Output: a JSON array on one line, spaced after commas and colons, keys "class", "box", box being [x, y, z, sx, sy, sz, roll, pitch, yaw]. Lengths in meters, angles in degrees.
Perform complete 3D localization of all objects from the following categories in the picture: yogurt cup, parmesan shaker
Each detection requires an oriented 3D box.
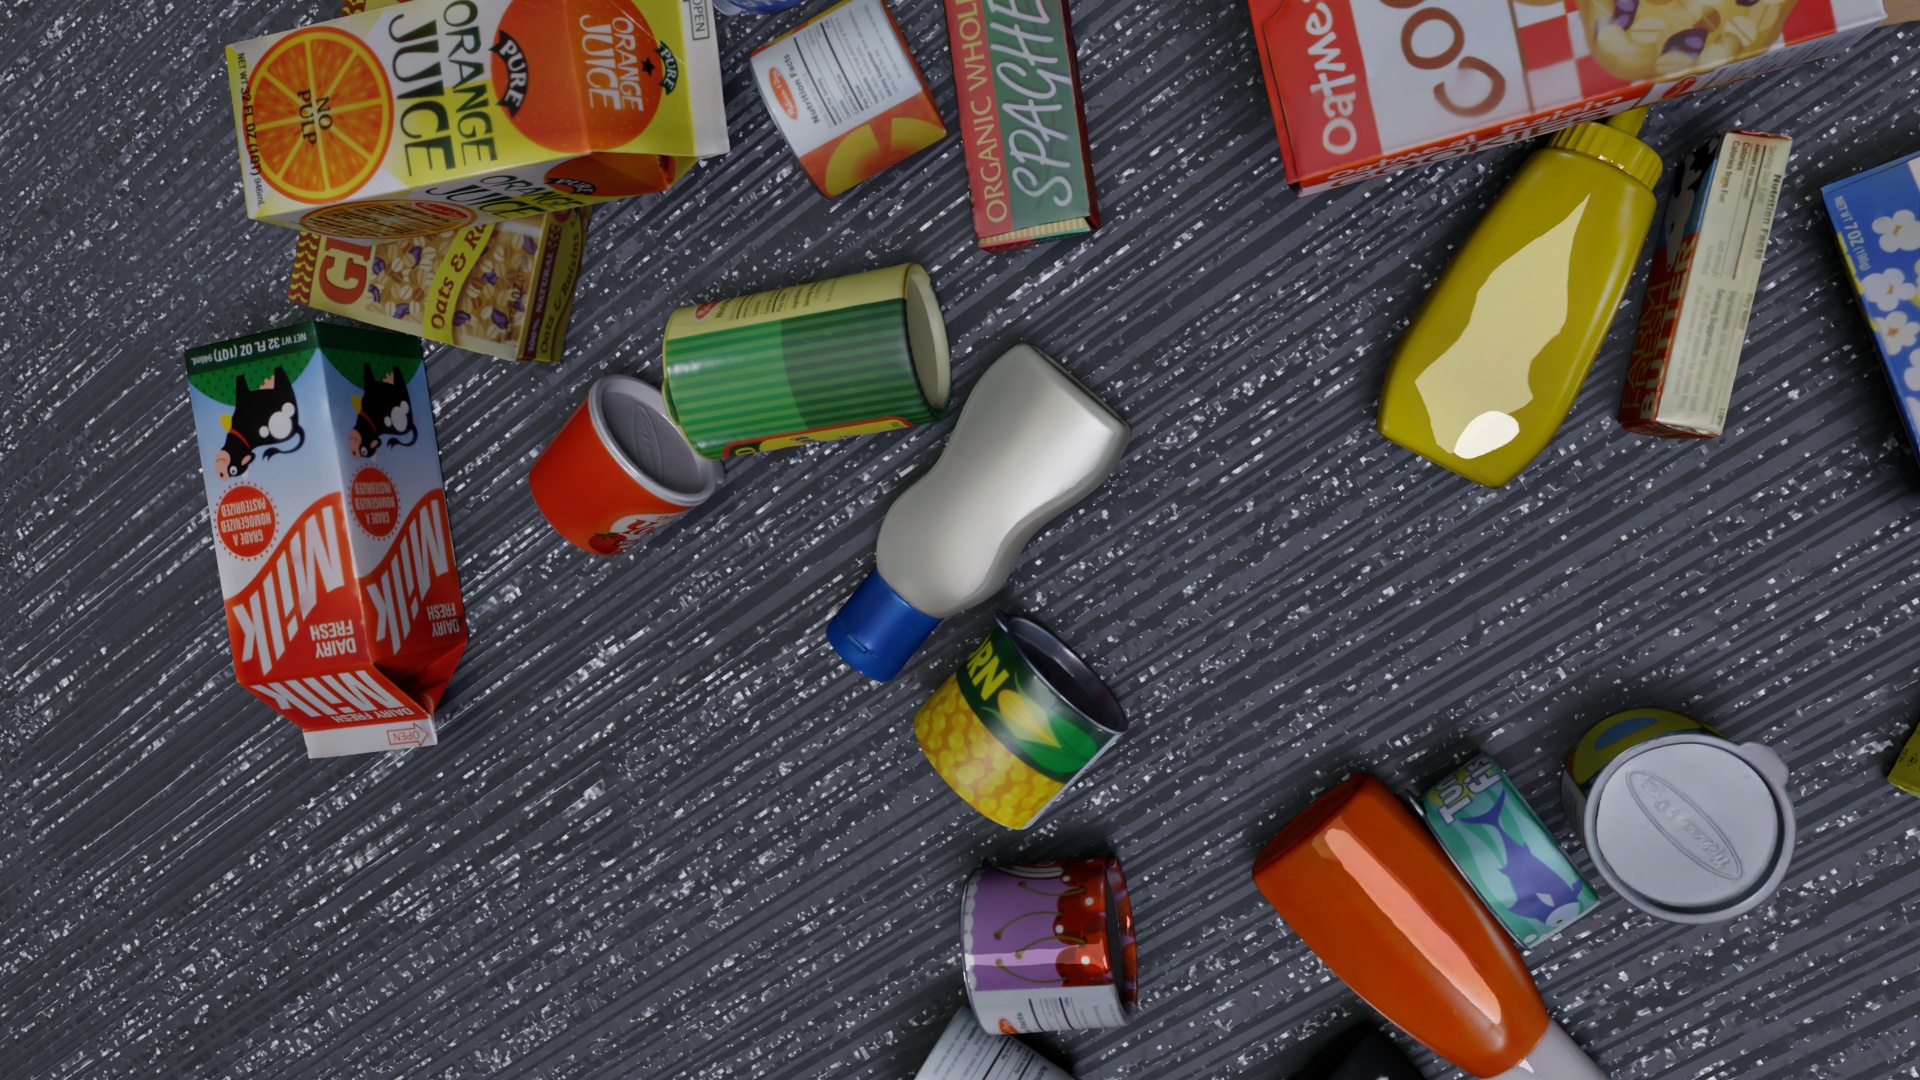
[{"class": "yogurt cup", "box": [-0.148, -0.030, 0.601, 0.054, 0.072, 0.072, -37, 83, 22]}, {"class": "parmesan shaker", "box": [-0.062, -0.072, 0.571, 0.103, 0.071, 0.071, -8, 91, 15]}]

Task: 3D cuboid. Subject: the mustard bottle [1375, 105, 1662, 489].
[{"class": "mustard bottle", "box": [0.213, -0.099, 0.507, 0.065, 0.049, 0.160, 30, 99, 12]}]

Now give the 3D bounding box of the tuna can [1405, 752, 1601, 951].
[{"class": "tuna can", "box": [0.199, 0.111, 0.510, 0.033, 0.071, 0.071, -39, 83, 13]}]

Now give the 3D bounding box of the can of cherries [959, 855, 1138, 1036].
[{"class": "can of cherries", "box": [0.037, 0.159, 0.558, 0.058, 0.071, 0.071, -10, 90, 15]}]

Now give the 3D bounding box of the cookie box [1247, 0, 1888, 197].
[{"class": "cookie box", "box": [0.171, -0.188, 0.424, 0.167, 0.040, 0.123, -12, 90, 16]}]

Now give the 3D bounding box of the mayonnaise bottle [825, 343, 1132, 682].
[{"class": "mayonnaise bottle", "box": [0.002, -0.007, 0.573, 0.065, 0.041, 0.147, 42, 103, 11]}]

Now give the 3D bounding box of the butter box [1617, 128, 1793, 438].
[{"class": "butter box", "box": [0.262, -0.088, 0.492, 0.024, 0.053, 0.103, 12, 96, 12]}]

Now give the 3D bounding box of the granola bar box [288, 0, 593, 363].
[{"class": "granola bar box", "box": [-0.226, -0.174, 0.628, 0.124, 0.039, 0.165, 16, 96, 13]}]

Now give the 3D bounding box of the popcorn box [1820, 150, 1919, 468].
[{"class": "popcorn box", "box": [0.348, -0.071, 0.452, 0.085, 0.038, 0.127, -20, 72, 31]}]

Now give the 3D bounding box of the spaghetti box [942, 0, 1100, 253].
[{"class": "spaghetti box", "box": [0.015, -0.243, 0.565, 0.050, 0.029, 0.250, -8, 90, 15]}]

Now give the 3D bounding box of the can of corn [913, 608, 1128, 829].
[{"class": "can of corn", "box": [0.022, 0.071, 0.556, 0.071, 0.071, 0.058, 44, 103, 9]}]

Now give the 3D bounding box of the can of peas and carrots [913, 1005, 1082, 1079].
[{"class": "can of peas and carrots", "box": [0.008, 0.236, 0.568, 0.059, 0.071, 0.071, 30, 100, 13]}]

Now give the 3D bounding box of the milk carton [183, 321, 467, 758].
[{"class": "milk carton", "box": [-0.283, 0.003, 0.633, 0.072, 0.073, 0.190, -8, 90, 15]}]

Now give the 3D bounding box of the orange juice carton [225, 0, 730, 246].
[{"class": "orange juice carton", "box": [-0.185, -0.173, 0.558, 0.192, 0.073, 0.071, -7, 91, 14]}]

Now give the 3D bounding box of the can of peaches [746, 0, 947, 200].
[{"class": "can of peaches", "box": [-0.044, -0.181, 0.565, 0.058, 0.071, 0.071, -27, 86, 9]}]

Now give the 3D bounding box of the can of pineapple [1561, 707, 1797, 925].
[{"class": "can of pineapple", "box": [0.256, 0.096, 0.498, 0.071, 0.058, 0.071, 1, 93, 15]}]

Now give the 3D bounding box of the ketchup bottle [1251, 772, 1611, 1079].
[{"class": "ketchup bottle", "box": [0.183, 0.163, 0.528, 0.064, 0.043, 0.149, -45, 81, 19]}]

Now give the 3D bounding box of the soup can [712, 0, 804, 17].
[{"class": "soup can", "box": [-0.095, -0.258, 0.566, 0.071, 0.084, 0.071, 1, 93, 15]}]
